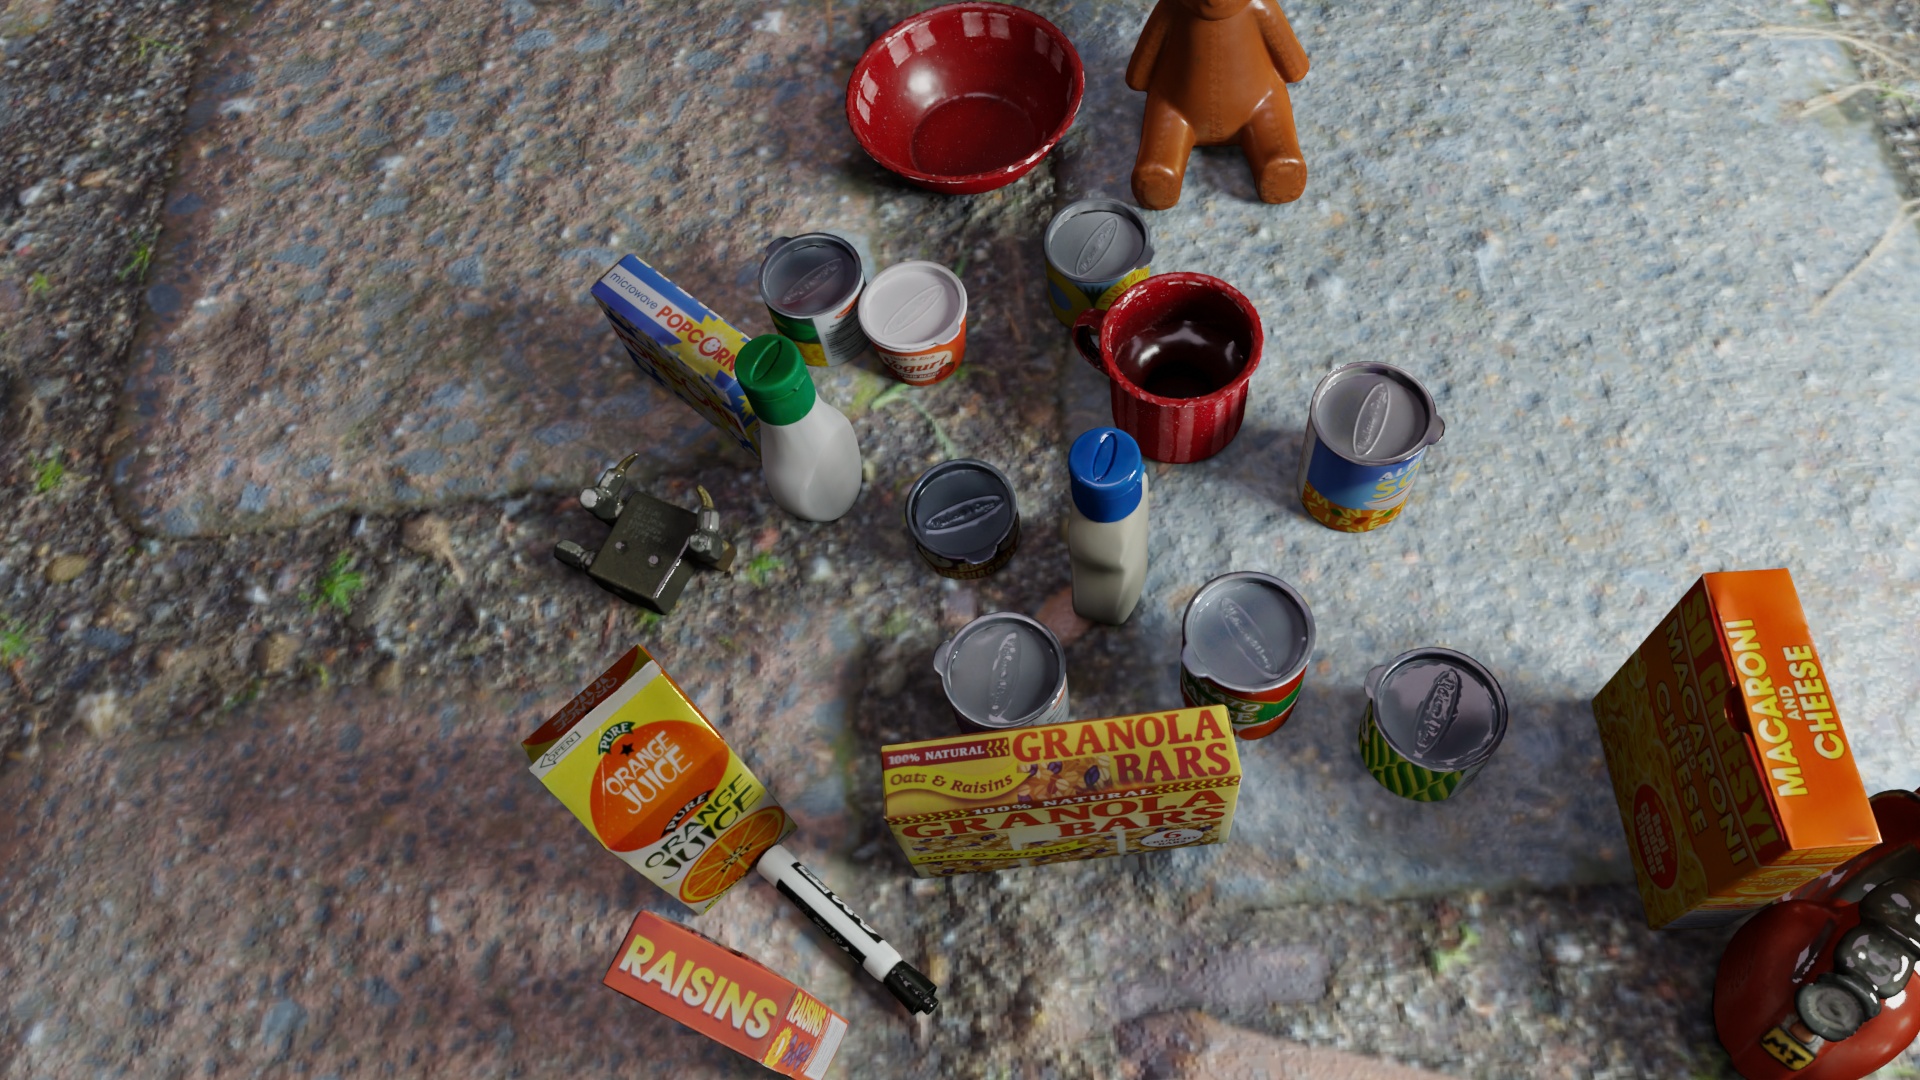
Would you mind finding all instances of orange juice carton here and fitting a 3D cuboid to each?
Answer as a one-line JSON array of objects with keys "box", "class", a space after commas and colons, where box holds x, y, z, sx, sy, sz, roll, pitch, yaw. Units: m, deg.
[{"box": [-0.149, 0.117, 0.687, 0.072, 0.192, 0.073, -42, 66, -13], "class": "orange juice carton"}]

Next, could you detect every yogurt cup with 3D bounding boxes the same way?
[{"box": [-0.027, -0.134, 0.877, 0.072, 0.053, 0.072, -3, 63, 6], "class": "yogurt cup"}]

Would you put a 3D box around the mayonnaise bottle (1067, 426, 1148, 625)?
[{"box": [0.079, -0.009, 0.746, 0.041, 0.147, 0.065, 13, 66, 14], "class": "mayonnaise bottle"}]

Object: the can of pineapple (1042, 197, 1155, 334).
[{"box": [0.088, -0.172, 0.879, 0.071, 0.057, 0.071, -3, 63, 6], "class": "can of pineapple"}]

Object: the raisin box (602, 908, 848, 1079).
[{"box": [-0.108, 0.222, 0.667, 0.086, 0.123, 0.040, 21, 68, 17], "class": "raisin box"}]

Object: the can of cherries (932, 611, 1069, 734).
[{"box": [0.023, 0.079, 0.759, 0.071, 0.058, 0.072, -3, 63, 6], "class": "can of cherries"}]

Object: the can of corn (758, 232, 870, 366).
[{"box": [-0.092, -0.155, 0.894, 0.071, 0.058, 0.071, -3, 63, 6], "class": "can of corn"}]

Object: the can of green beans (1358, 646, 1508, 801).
[{"box": [0.244, 0.096, 0.722, 0.071, 0.057, 0.071, -3, 63, 6], "class": "can of green beans"}]

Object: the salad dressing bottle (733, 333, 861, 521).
[{"box": [-0.093, -0.063, 0.796, 0.044, 0.147, 0.064, 22, 69, 17], "class": "salad dressing bottle"}]

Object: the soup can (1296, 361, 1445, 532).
[{"box": [0.229, -0.050, 0.784, 0.071, 0.083, 0.071, -3, 63, 6], "class": "soup can"}]

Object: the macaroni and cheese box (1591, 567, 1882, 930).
[{"box": [0.349, 0.103, 0.644, 0.040, 0.165, 0.124, -5, 63, 5], "class": "macaroni and cheese box"}]

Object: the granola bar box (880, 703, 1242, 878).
[{"box": [0.051, 0.127, 0.694, 0.165, 0.123, 0.039, -8, 63, 4], "class": "granola bar box"}]

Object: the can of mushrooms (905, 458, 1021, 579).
[{"box": [0.003, -0.010, 0.821, 0.071, 0.033, 0.071, -3, 63, 6], "class": "can of mushrooms"}]

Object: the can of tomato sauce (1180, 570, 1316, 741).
[{"box": [0.149, 0.065, 0.736, 0.071, 0.082, 0.071, -3, 63, 6], "class": "can of tomato sauce"}]

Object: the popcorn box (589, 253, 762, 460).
[{"box": [-0.165, -0.115, 0.867, 0.127, 0.085, 0.038, 37, 73, 22], "class": "popcorn box"}]
